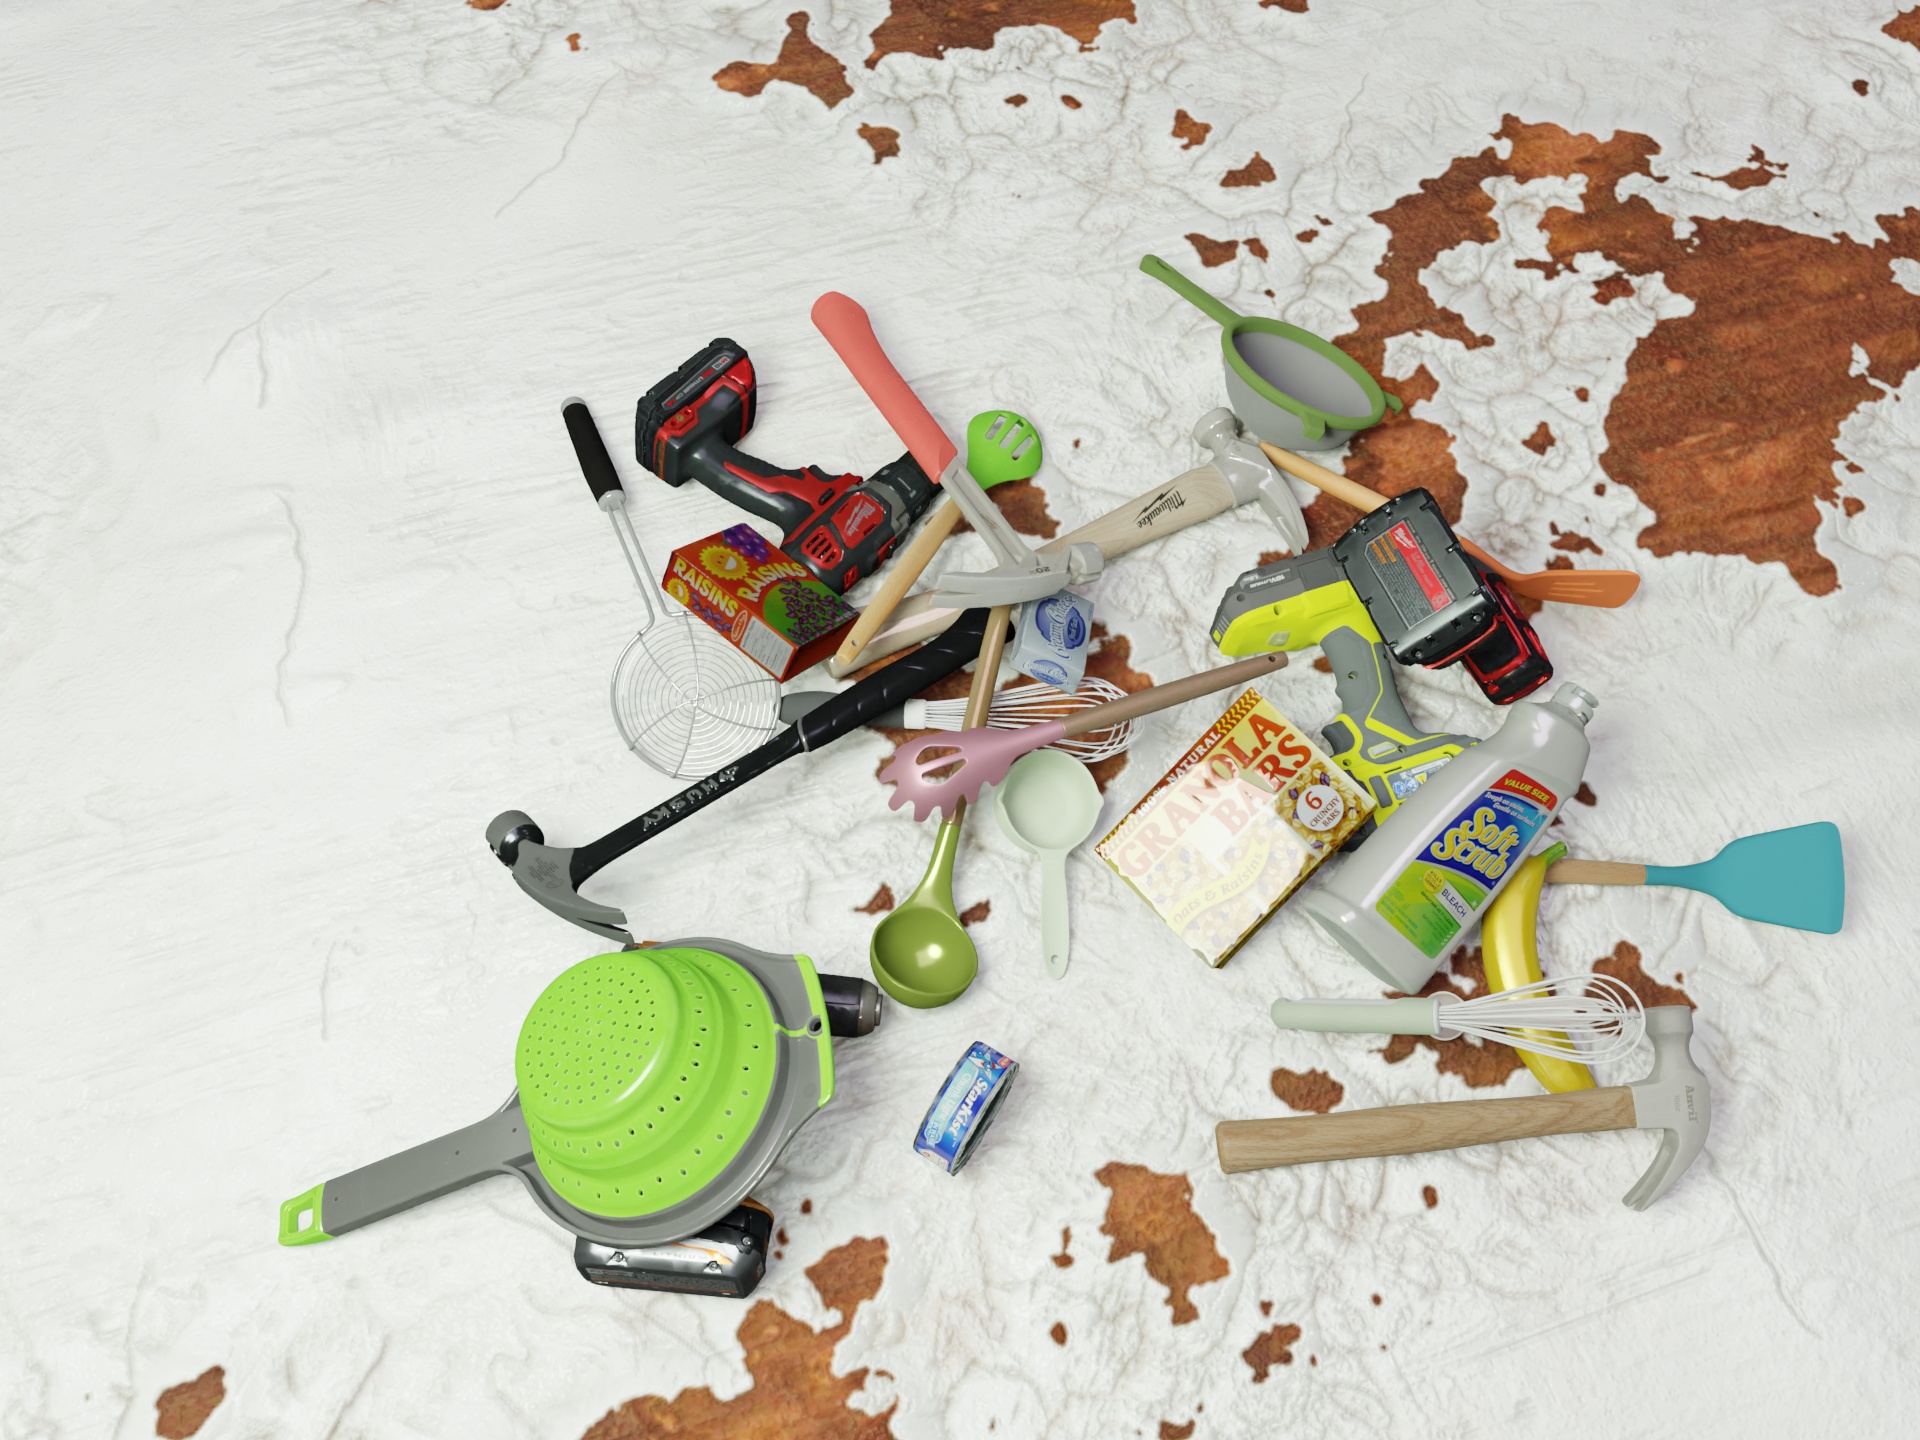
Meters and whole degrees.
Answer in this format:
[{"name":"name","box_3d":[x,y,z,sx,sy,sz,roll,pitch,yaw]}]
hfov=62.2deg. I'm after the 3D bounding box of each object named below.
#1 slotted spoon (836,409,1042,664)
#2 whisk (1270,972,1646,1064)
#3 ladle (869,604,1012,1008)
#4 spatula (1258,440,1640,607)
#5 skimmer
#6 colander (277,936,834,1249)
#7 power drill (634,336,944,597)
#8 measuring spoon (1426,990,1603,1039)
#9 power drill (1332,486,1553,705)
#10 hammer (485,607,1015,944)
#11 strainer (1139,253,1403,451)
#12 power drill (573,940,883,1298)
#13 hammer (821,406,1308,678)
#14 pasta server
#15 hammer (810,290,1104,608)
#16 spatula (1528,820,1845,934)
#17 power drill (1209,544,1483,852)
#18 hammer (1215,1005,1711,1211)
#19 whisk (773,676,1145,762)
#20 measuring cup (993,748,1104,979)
[{"name":"slotted spoon","box_3d":[-0.014,-0.152,1.258,0.070,0.031,0.314,36,55,-3]},{"name":"whisk","box_3d":[0.332,0.200,1.080,0.246,0.057,0.059,-4,85,26]},{"name":"ladle","box_3d":[0.001,0.049,1.145,0.078,0.062,0.320,15,77,-8]},{"name":"spatula","box_3d":[0.392,-0.163,1.308,0.323,0.081,0.041,30,83,17]},{"name":"skimmer","box_3d":[-0.251,-0.116,1.267,0.127,0.090,0.364,-26,57,-3]},{"name":"colander","box_3d":[-0.277,0.240,0.987,0.397,0.094,0.205,-22,51,9]},{"name":"power drill","box_3d":[-0.131,-0.212,1.295,0.227,0.080,0.188,38,61,11]},{"name":"measuring spoon","box_3d":[0.384,0.205,1.110,0.124,0.018,0.034,-8,73,32]},{"name":"power drill","box_3d":[0.367,-0.093,1.193,0.078,0.219,0.143,-35,65,24]},{"name":"hammer","box_3d":[-0.125,0.021,1.135,0.409,0.036,0.149,-31,44,-25]},{"name":"strainer","box_3d":[0.239,-0.303,1.352,0.256,0.069,0.151,43,41,22]},{"name":"power drill","box_3d":[-0.153,0.260,1.059,0.185,0.084,0.226,5,59,0]},{"name":"hammer","box_3d":[0.080,-0.120,1.280,0.410,0.038,0.146,-25,69,-13]},{"name":"pasta server","box_3d":[0.094,0.001,1.144,0.316,0.040,0.060,-17,74,-16]},{"name":"hammer","box_3d":[-0.037,-0.222,1.252,0.149,0.036,0.359,-11,52,-32]},{"name":"spatula","box_3d":[0.484,0.111,1.178,0.317,0.044,0.082,2,83,0]},{"name":"power drill","box_3d":[0.286,-0.013,1.214,0.171,0.080,0.223,-17,69,-11]},{"name":"hammer","box_3d":[0.340,0.276,1.079,0.331,0.031,0.130,-7,83,1]},{"name":"whisk","box_3d":[-0.002,-0.003,1.209,0.284,0.070,0.070,2,64,4]},{"name":"measuring cup","box_3d":[0.062,0.106,1.171,0.083,0.038,0.168,1,80,-16]}]
